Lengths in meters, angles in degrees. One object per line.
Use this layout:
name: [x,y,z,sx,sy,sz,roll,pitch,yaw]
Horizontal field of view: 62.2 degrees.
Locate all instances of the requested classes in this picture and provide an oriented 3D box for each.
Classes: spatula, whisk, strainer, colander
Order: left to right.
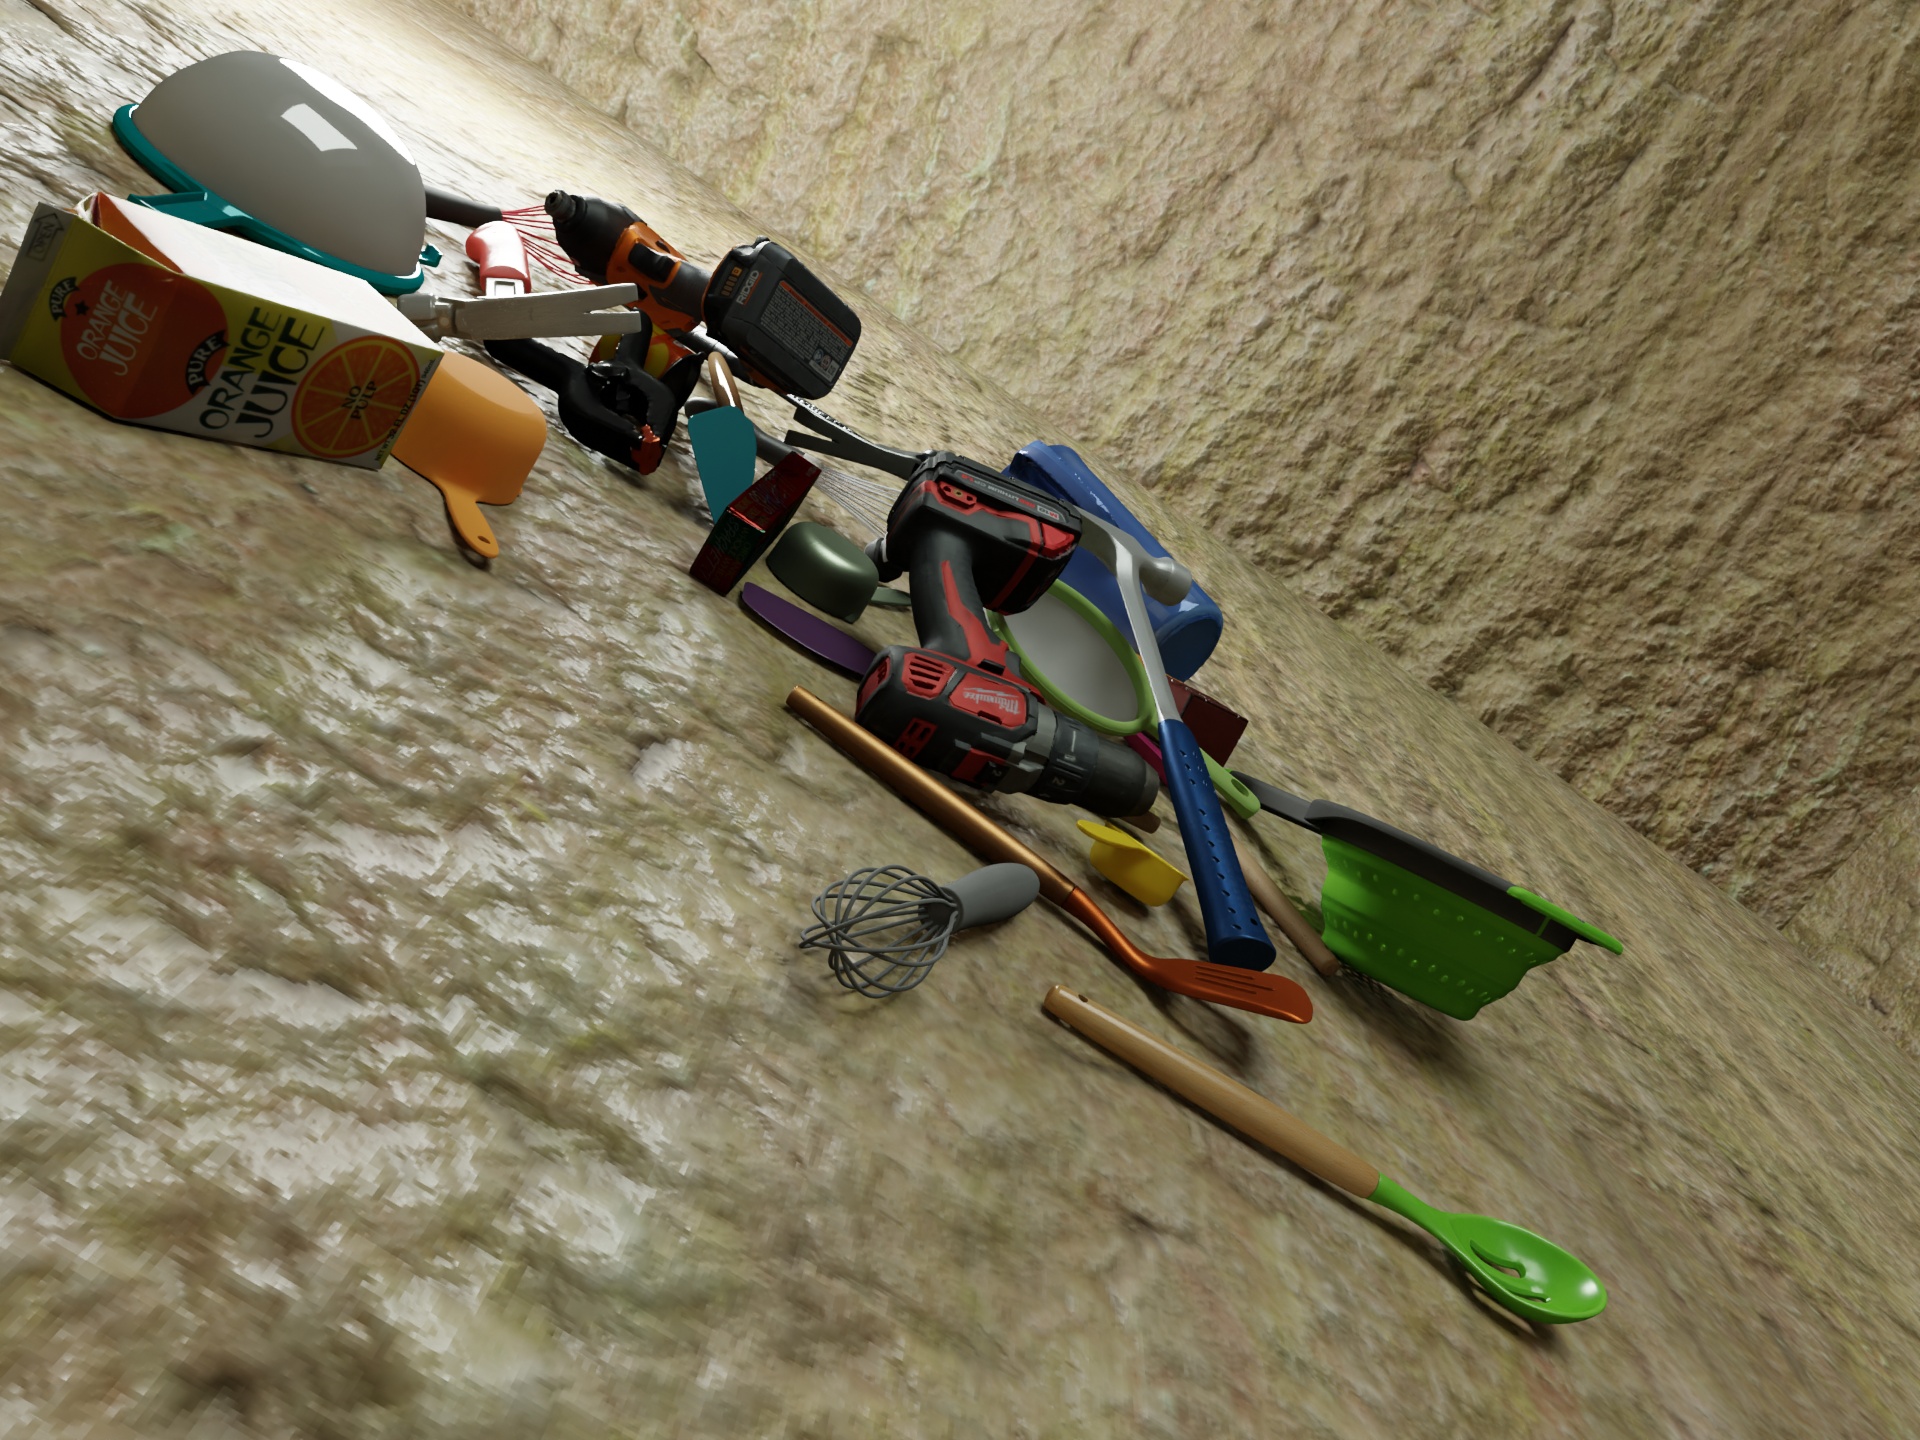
strainer: [-0.437,-0.361,1.010,0.211,0.095,0.341,31,15,-15]
whisk: [-0.391,-0.431,1.384,0.073,0.073,0.295,43,24,25]
spatula: [-0.182,-0.231,1.186,0.318,0.044,0.082,-115,-169,-61]
whisk: [-0.095,-0.189,1.295,0.284,0.070,0.070,28,17,-11]
whisk: [-0.006,0.083,0.714,0.055,0.055,0.239,40,13,16]
spatula: [-0.002,-0.003,1.016,0.315,0.018,0.060,29,18,-16]
spatula: [0.043,0.072,0.852,0.322,0.041,0.081,36,9,5]
strainer: [0.100,0.000,1.127,0.256,0.069,0.152,40,30,-12]
colander: [0.278,0.121,1.143,0.204,0.094,0.397,27,0,-27]

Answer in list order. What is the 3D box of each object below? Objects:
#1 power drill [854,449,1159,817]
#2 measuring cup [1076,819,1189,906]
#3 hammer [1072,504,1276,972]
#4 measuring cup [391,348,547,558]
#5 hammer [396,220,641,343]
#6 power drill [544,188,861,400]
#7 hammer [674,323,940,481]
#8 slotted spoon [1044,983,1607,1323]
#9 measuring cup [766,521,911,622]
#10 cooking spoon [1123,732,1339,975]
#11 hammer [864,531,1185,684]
power drill: [0.032,-0.045,0.974,0.187,0.080,0.227,21,43,-19]
measuring cup: [0.085,0.078,0.892,0.062,0.029,0.156,35,4,23]
hammer: [0.136,-0.003,1.068,0.144,0.035,0.406,27,34,-29]
measuring cup: [-0.253,-0.142,0.834,0.095,0.052,0.174,23,18,-37]
hammer: [-0.322,-0.325,1.159,0.149,0.036,0.359,-7,25,-13]
power drill: [-0.201,-0.327,1.188,0.227,0.084,0.164,28,-1,33]
hammer: [-0.168,-0.289,1.365,0.149,0.036,0.409,10,20,-42]
slotted spoon: [0.174,0.208,0.759,0.313,0.031,0.070,31,16,-8]
measuring cup: [-0.069,-0.105,1.129,0.083,0.038,0.167,43,20,24]
cooking spoon: [0.183,0.078,1.161,0.068,0.017,0.319,36,12,-39]
hammer: [0.082,-0.080,1.281,0.336,0.127,0.034,28,57,-41]
